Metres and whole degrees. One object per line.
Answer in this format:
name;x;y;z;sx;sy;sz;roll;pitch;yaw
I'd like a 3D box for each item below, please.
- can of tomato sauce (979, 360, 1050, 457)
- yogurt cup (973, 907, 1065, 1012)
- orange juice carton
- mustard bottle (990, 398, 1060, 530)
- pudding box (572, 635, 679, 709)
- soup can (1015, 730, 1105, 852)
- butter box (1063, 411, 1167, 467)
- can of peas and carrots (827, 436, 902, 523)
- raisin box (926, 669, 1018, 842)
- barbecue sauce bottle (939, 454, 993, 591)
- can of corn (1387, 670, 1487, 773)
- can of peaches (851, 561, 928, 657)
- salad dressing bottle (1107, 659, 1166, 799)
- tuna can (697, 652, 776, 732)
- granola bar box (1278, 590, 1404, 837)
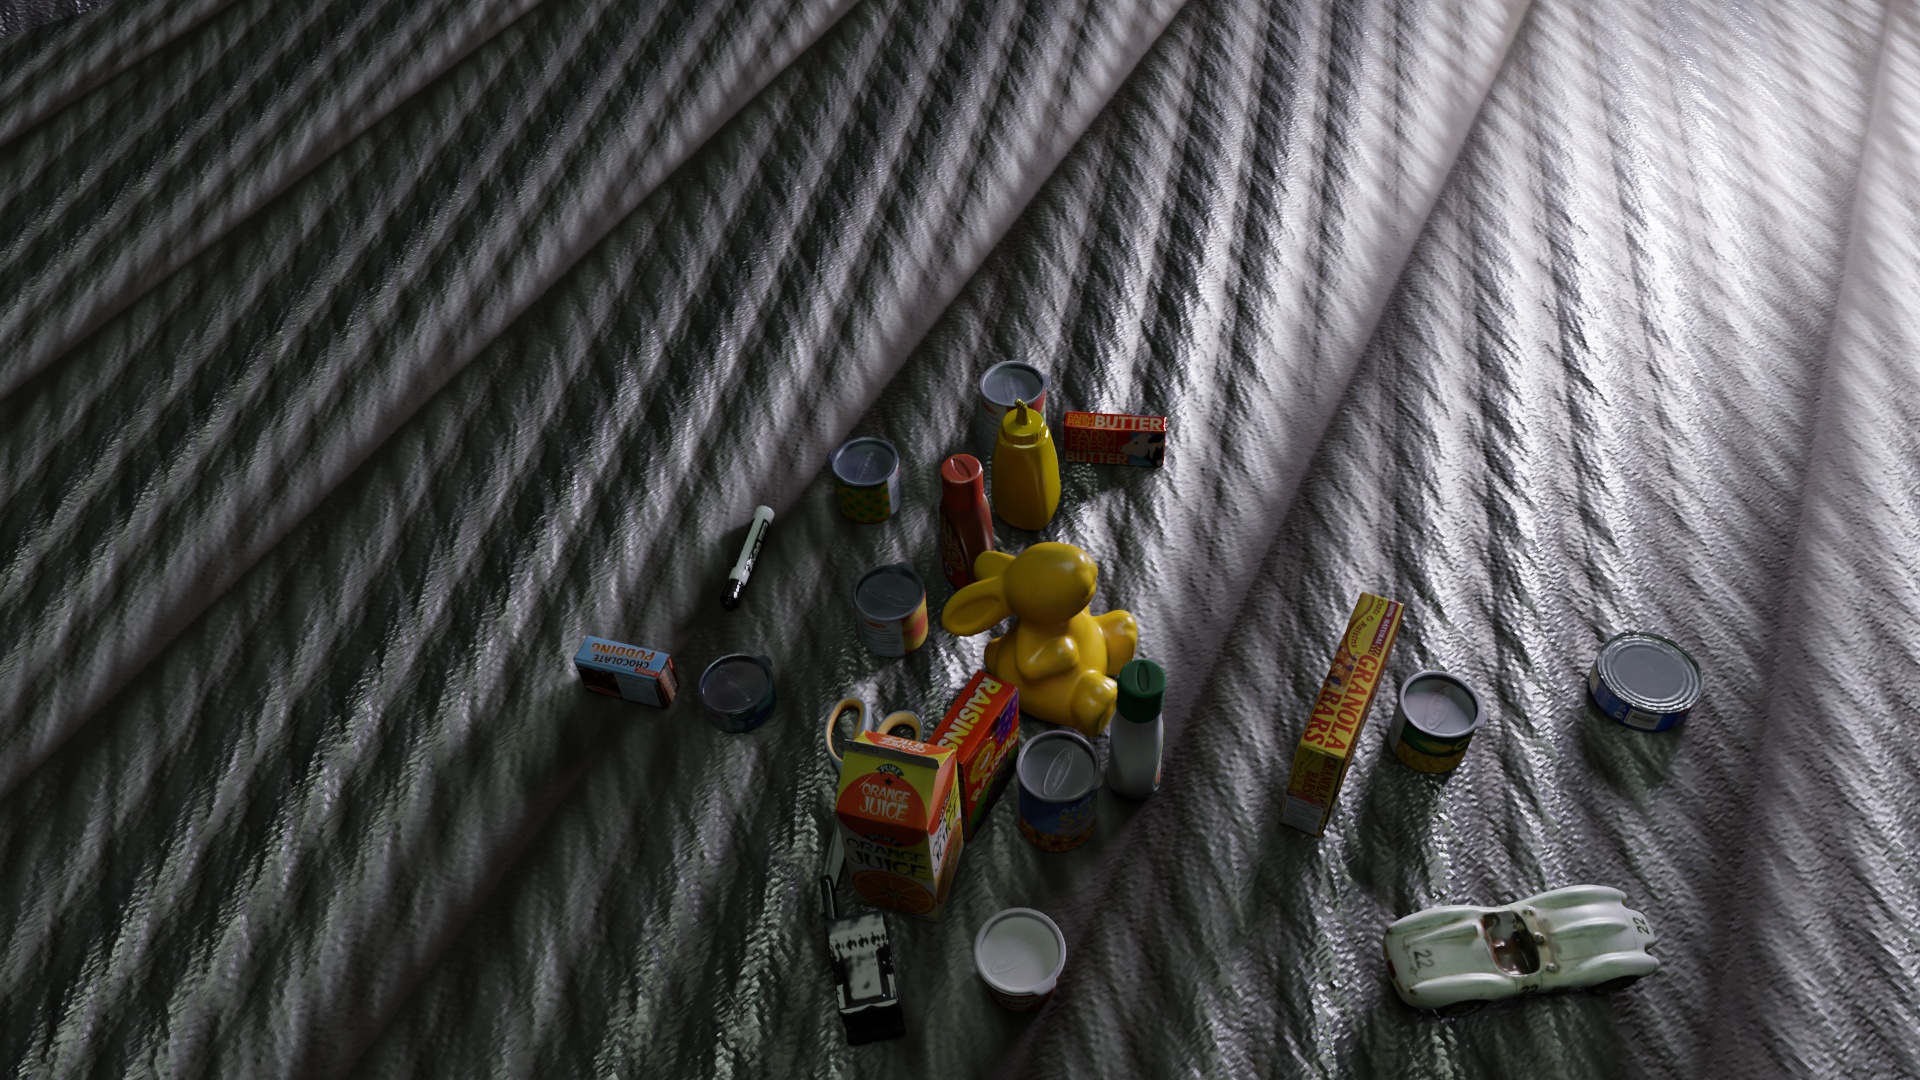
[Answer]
can of tomato sauce;0.056;-0.130;1.413;0.071;0.082;0.071;-2;49;2
yogurt cup;0.045;0.319;1.044;0.072;0.053;0.073;-2;49;2
orange juice carton;-0.045;0.209;1.053;0.072;0.191;0.073;11;51;12
mustard bottle;0.061;-0.077;1.316;0.065;0.159;0.049;17;53;18
pudding box;-0.298;0.118;1.241;0.084;0.049;0.030;11;51;13
soup can;0.081;0.205;1.121;0.071;0.083;0.072;-2;49;2
butter box;0.155;-0.102;1.403;0.103;0.052;0.024;4;50;7
can of peas and carrots;-0.095;-0.060;1.377;0.071;0.058;0.071;-2;49;2
raisin box;0.011;0.175;1.125;0.040;0.122;0.086;23;55;22
barbecue sauce bottle;0.005;-0.016;1.274;0.044;0.147;0.065;-24;52;-16
can of corn;0.399;0.154;1.164;0.071;0.058;0.071;-2;49;2
can of peaches;-0.062;0.063;1.269;0.071;0.057;0.071;-2;49;2
salad dressing bottle;0.143;0.153;1.121;0.044;0.146;0.064;1;49;4
tuna can;-0.196;0.133;1.233;0.071;0.032;0.071;-2;49;2
granola bar box;0.312;0.142;1.135;0.039;0.123;0.166;20;53;19
